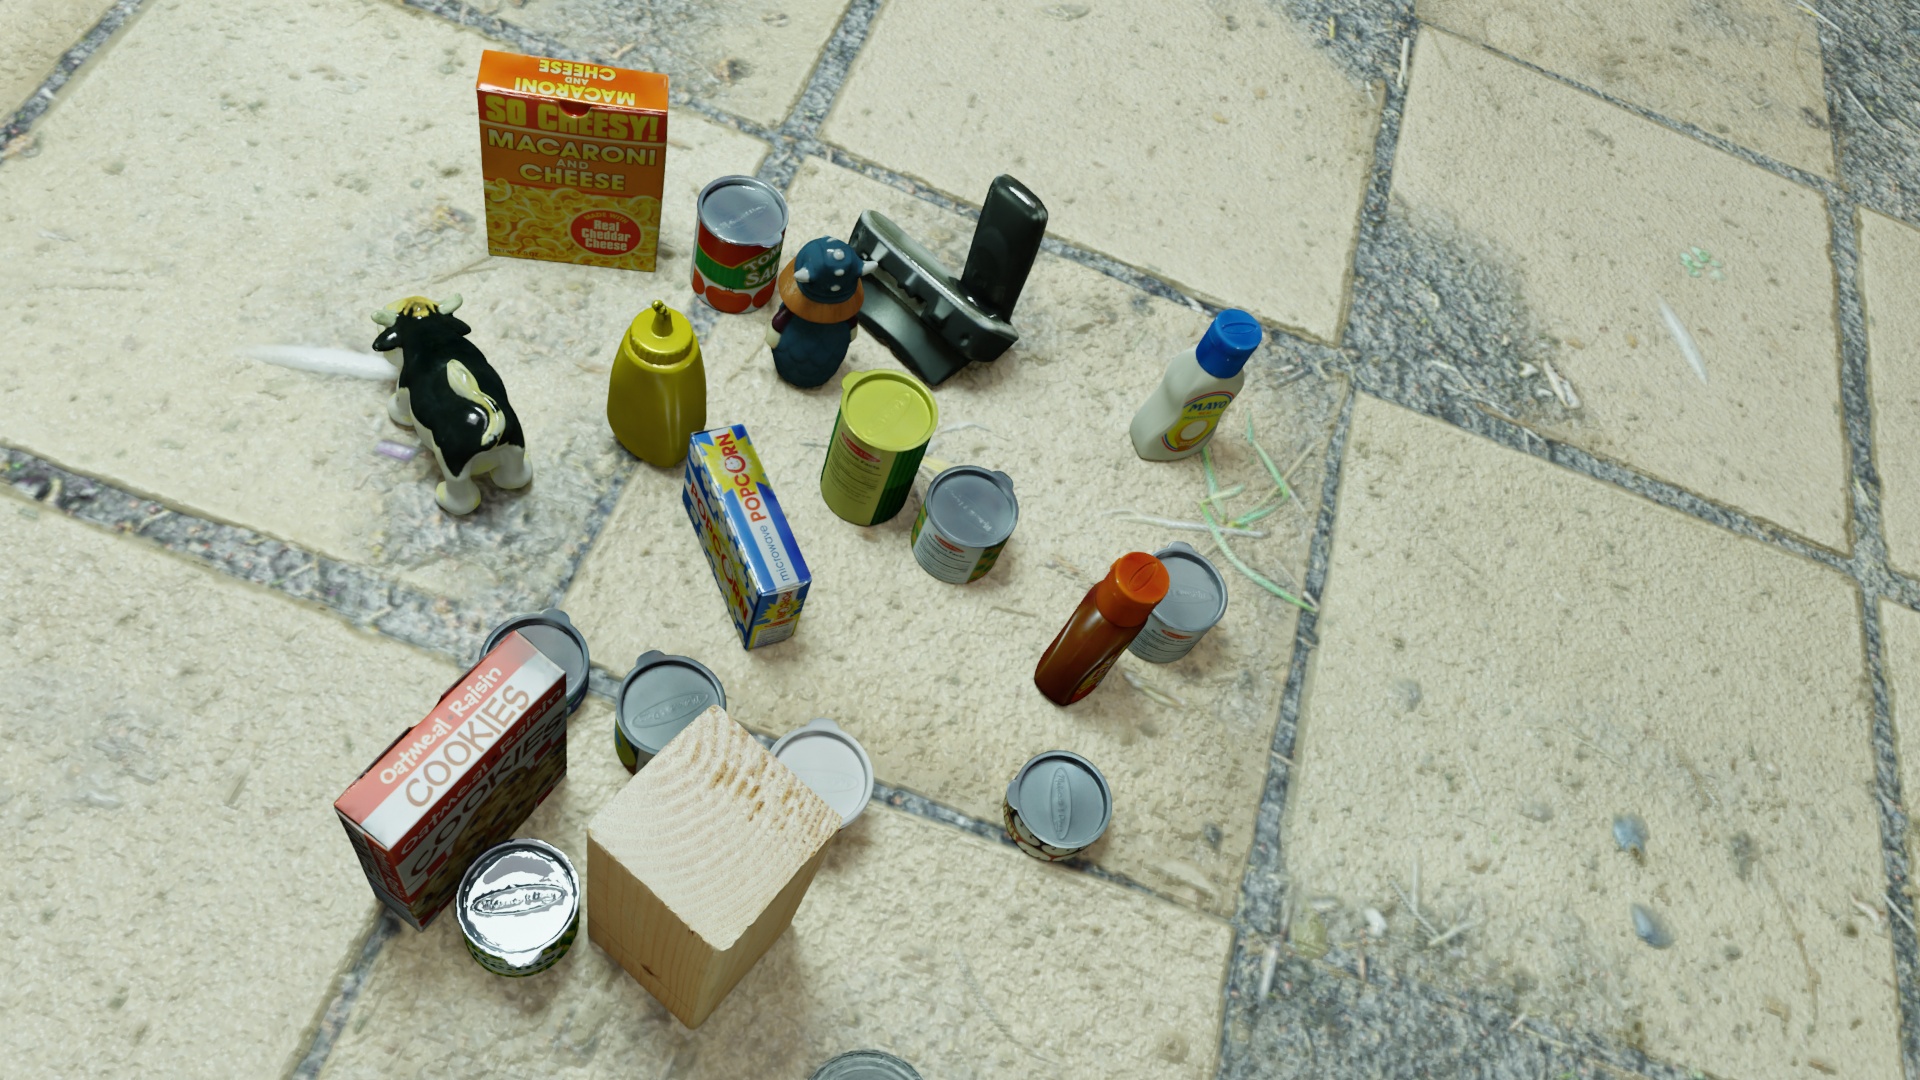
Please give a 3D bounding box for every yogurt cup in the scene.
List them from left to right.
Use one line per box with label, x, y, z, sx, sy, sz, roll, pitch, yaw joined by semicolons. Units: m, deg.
yogurt cup;-0.092;0.155;0.864;0.072;0.053;0.073;7;60;-12

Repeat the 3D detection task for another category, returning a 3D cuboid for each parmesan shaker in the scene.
parmesan shaker;-0.061;-0.065;0.968;0.071;0.102;0.071;7;60;-12

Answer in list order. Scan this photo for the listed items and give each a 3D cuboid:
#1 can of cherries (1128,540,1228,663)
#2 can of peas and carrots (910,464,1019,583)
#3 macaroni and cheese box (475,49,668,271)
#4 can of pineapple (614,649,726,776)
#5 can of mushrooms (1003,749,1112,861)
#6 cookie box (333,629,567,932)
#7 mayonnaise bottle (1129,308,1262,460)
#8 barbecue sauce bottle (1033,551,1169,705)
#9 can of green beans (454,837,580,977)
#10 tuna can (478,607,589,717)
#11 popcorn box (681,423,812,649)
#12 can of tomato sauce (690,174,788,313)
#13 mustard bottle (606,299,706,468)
can of cherries;0.149;0.044;0.990;0.071;0.058;0.072;7;60;-12
can of peas and carrots;0.004;-0.012;0.982;0.071;0.058;0.071;7;60;-12
macaroni and cheese box;-0.273;-0.263;0.985;0.124;0.165;0.040;4;61;-14
can of pineapple;-0.181;0.111;0.862;0.071;0.057;0.071;7;60;-12
can of mushrooms;0.061;0.173;0.908;0.071;0.033;0.071;7;60;-12
cookie box;-0.272;0.135;0.759;0.040;0.166;0.123;36;58;6
mayonnaise bottle;0.178;-0.114;1.035;0.065;0.147;0.041;-8;64;-19
barbecue sauce bottle;0.095;0.056;0.916;0.044;0.147;0.065;42;59;10
can of green beans;-0.250;0.209;0.787;0.071;0.057;0.071;7;60;-12
tuna can;-0.266;0.080;0.871;0.071;0.032;0.071;7;60;-12
popcorn box;-0.144;-0.002;0.920;0.038;0.084;0.127;-17;67;-23
can of tomato sauce;-0.165;-0.219;1.039;0.071;0.082;0.071;7;60;-12
mustard bottle;-0.199;-0.110;0.922;0.065;0.159;0.049;31;58;3
